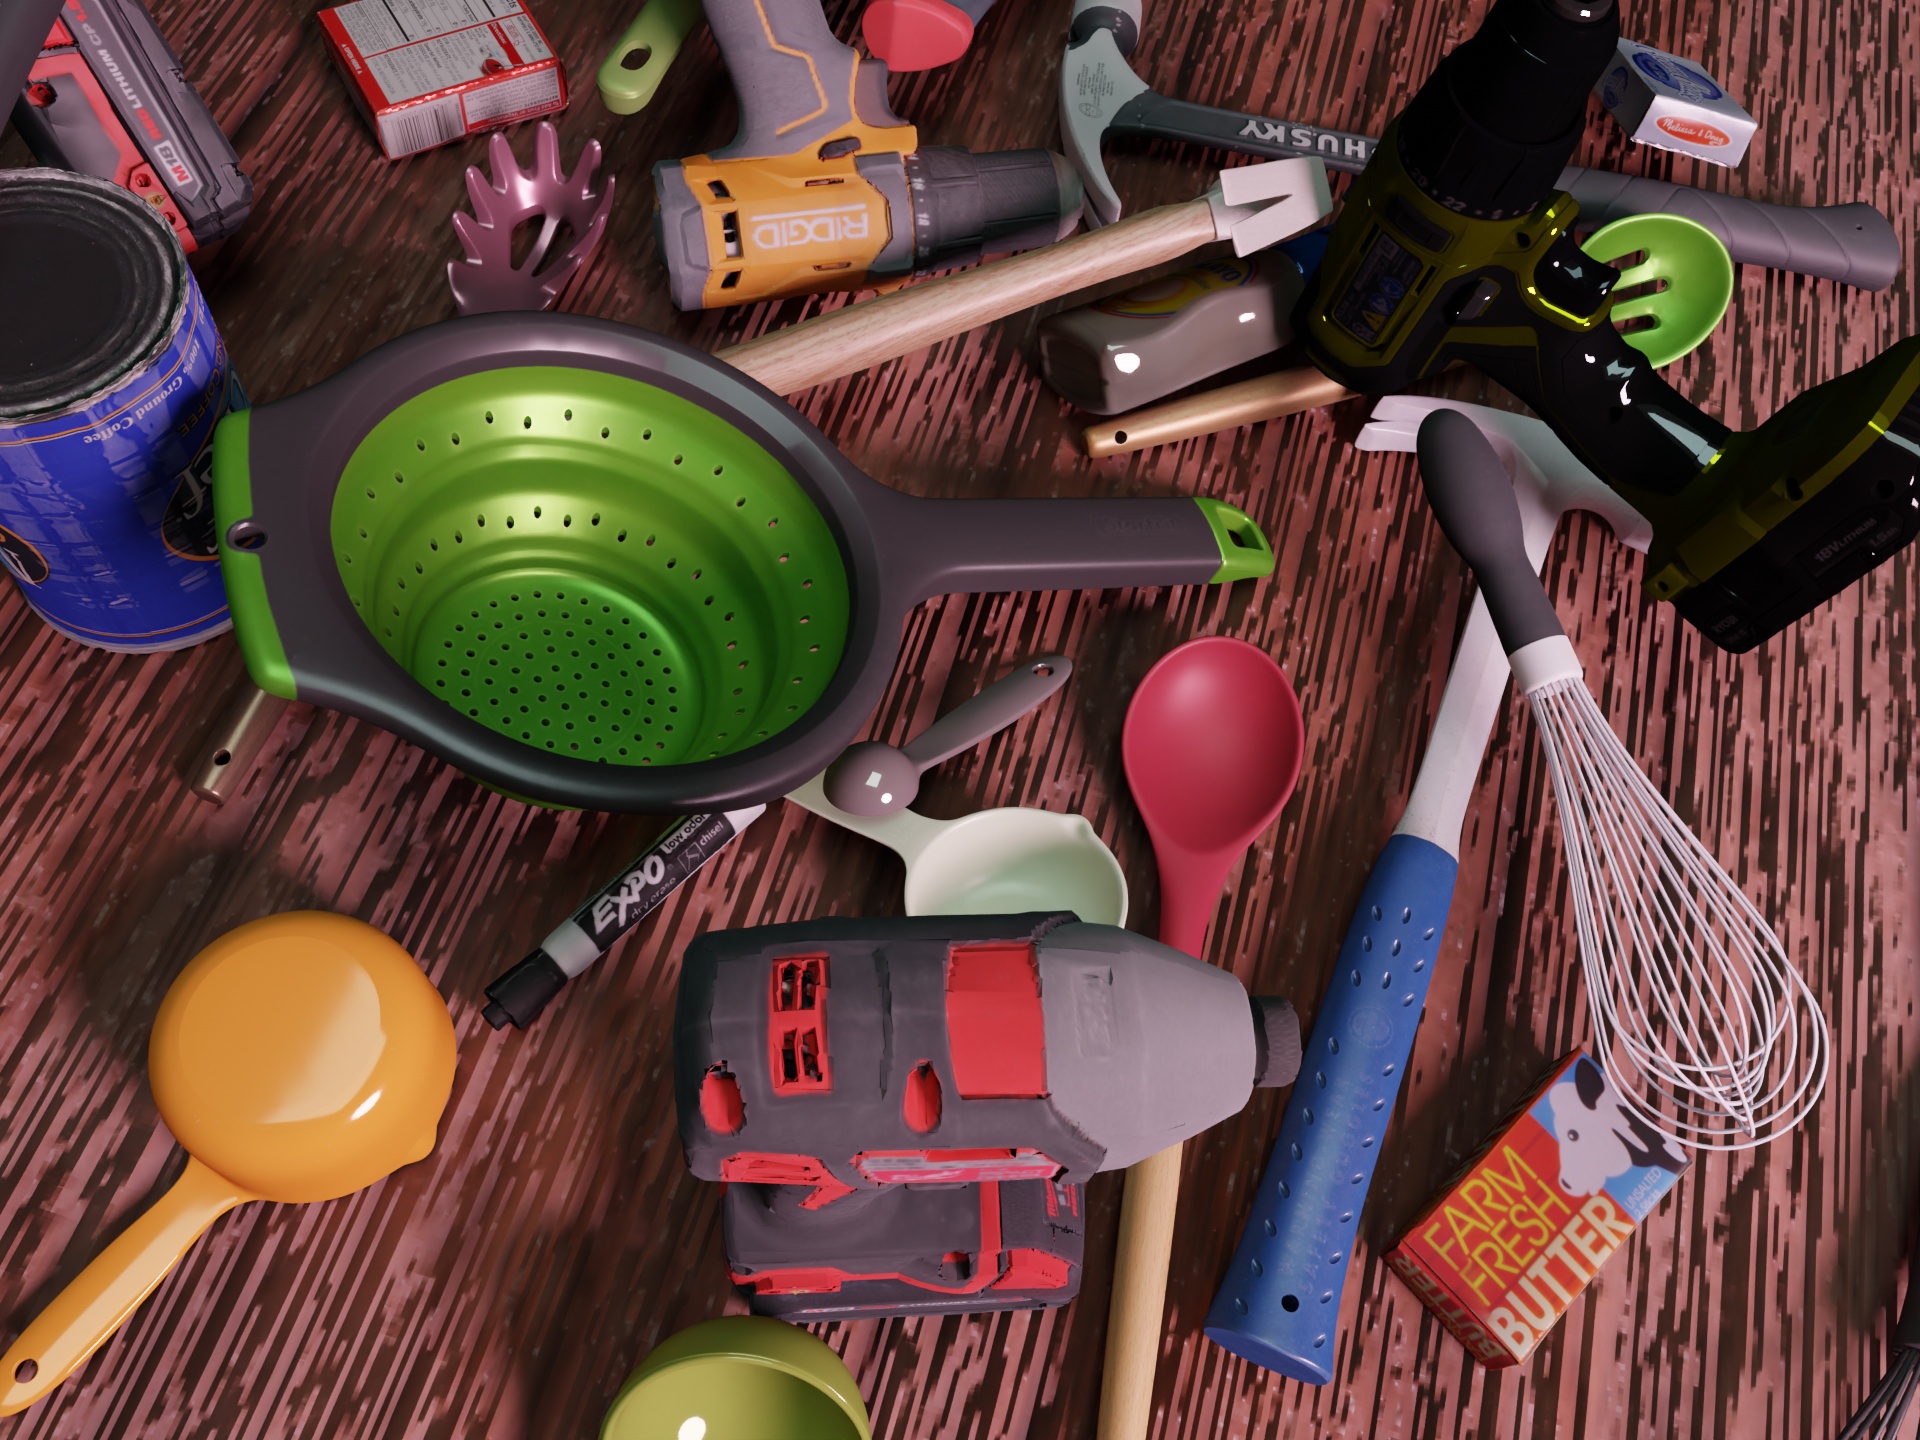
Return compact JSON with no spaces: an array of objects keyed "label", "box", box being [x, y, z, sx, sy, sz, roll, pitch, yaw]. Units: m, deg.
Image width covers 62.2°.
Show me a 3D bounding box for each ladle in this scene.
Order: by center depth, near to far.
[{"label":"ladle","box":[-0.137,0.299,0.416,0.078,0.062,0.320,45,67,-15]},{"label":"ladle","box":[0.074,0.113,0.552,0.069,0.031,0.316,11,64,1]}]

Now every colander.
[{"label":"colander","box":[-0.059,-0.042,0.590,0.397,0.094,0.205,-4,59,-29]}]

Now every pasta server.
[{"label":"pasta server","box":[-0.216,-0.109,0.622,0.060,0.040,0.316,20,64,-1]}]

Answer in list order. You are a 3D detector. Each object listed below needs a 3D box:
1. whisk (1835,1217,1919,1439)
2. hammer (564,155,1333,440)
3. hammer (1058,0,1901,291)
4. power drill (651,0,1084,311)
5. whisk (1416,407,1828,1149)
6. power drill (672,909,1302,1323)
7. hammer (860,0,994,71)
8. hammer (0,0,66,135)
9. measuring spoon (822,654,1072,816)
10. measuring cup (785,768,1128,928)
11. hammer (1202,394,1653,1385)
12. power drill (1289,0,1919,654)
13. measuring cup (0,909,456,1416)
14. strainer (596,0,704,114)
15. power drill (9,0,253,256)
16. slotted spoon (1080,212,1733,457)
[{"label":"whisk","box":[0.319,0.209,0.524,0.055,0.055,0.239,33,59,9]},{"label":"hammer","box":[-0.009,-0.164,0.636,0.331,0.130,0.031,-19,105,-3]},{"label":"hammer","box":[0.246,-0.256,0.756,0.409,0.036,0.149,10,64,-2]},{"label":"power drill","box":[-0.044,-0.290,0.652,0.185,0.226,0.084,-9,22,-11]},{"label":"whisk","box":[0.220,0.010,0.567,0.070,0.070,0.285,-12,70,-13]},{"label":"power drill","box":[-0.002,0.110,0.434,0.143,0.219,0.079,-1,64,-7]},{"label":"hammer","box":[0.059,-0.439,0.805,0.143,0.038,0.386,33,58,11]},{"label":"hammer","box":[-0.318,-0.174,0.484,0.146,0.035,0.335,6,62,-5]},{"label":"measuring spoon","box":[-0.001,-0.002,0.590,0.034,0.018,0.124,30,46,34]},{"label":"measuring cup","box":[-0.017,0.052,0.572,0.168,0.038,0.083,27,54,26]},{"label":"hammer","box":[0.171,0.038,0.597,0.144,0.035,0.406,24,63,5]},{"label":"power drill","box":[0.242,-0.144,0.575,0.228,0.190,0.080,40,68,7]},{"label":"measuring cup","box":[-0.233,0.133,0.487,0.095,0.052,0.174,34,62,10]},{"label":"strainer","box":[-0.101,-0.359,0.747,0.151,0.069,0.256,23,66,3]},{"label":"power drill","box":[-0.404,-0.207,0.575,0.227,0.187,0.080,-39,32,-24]},{"label":"slotted spoon","box":[0.199,-0.162,0.703,0.313,0.031,0.070,-17,104,-11]}]
